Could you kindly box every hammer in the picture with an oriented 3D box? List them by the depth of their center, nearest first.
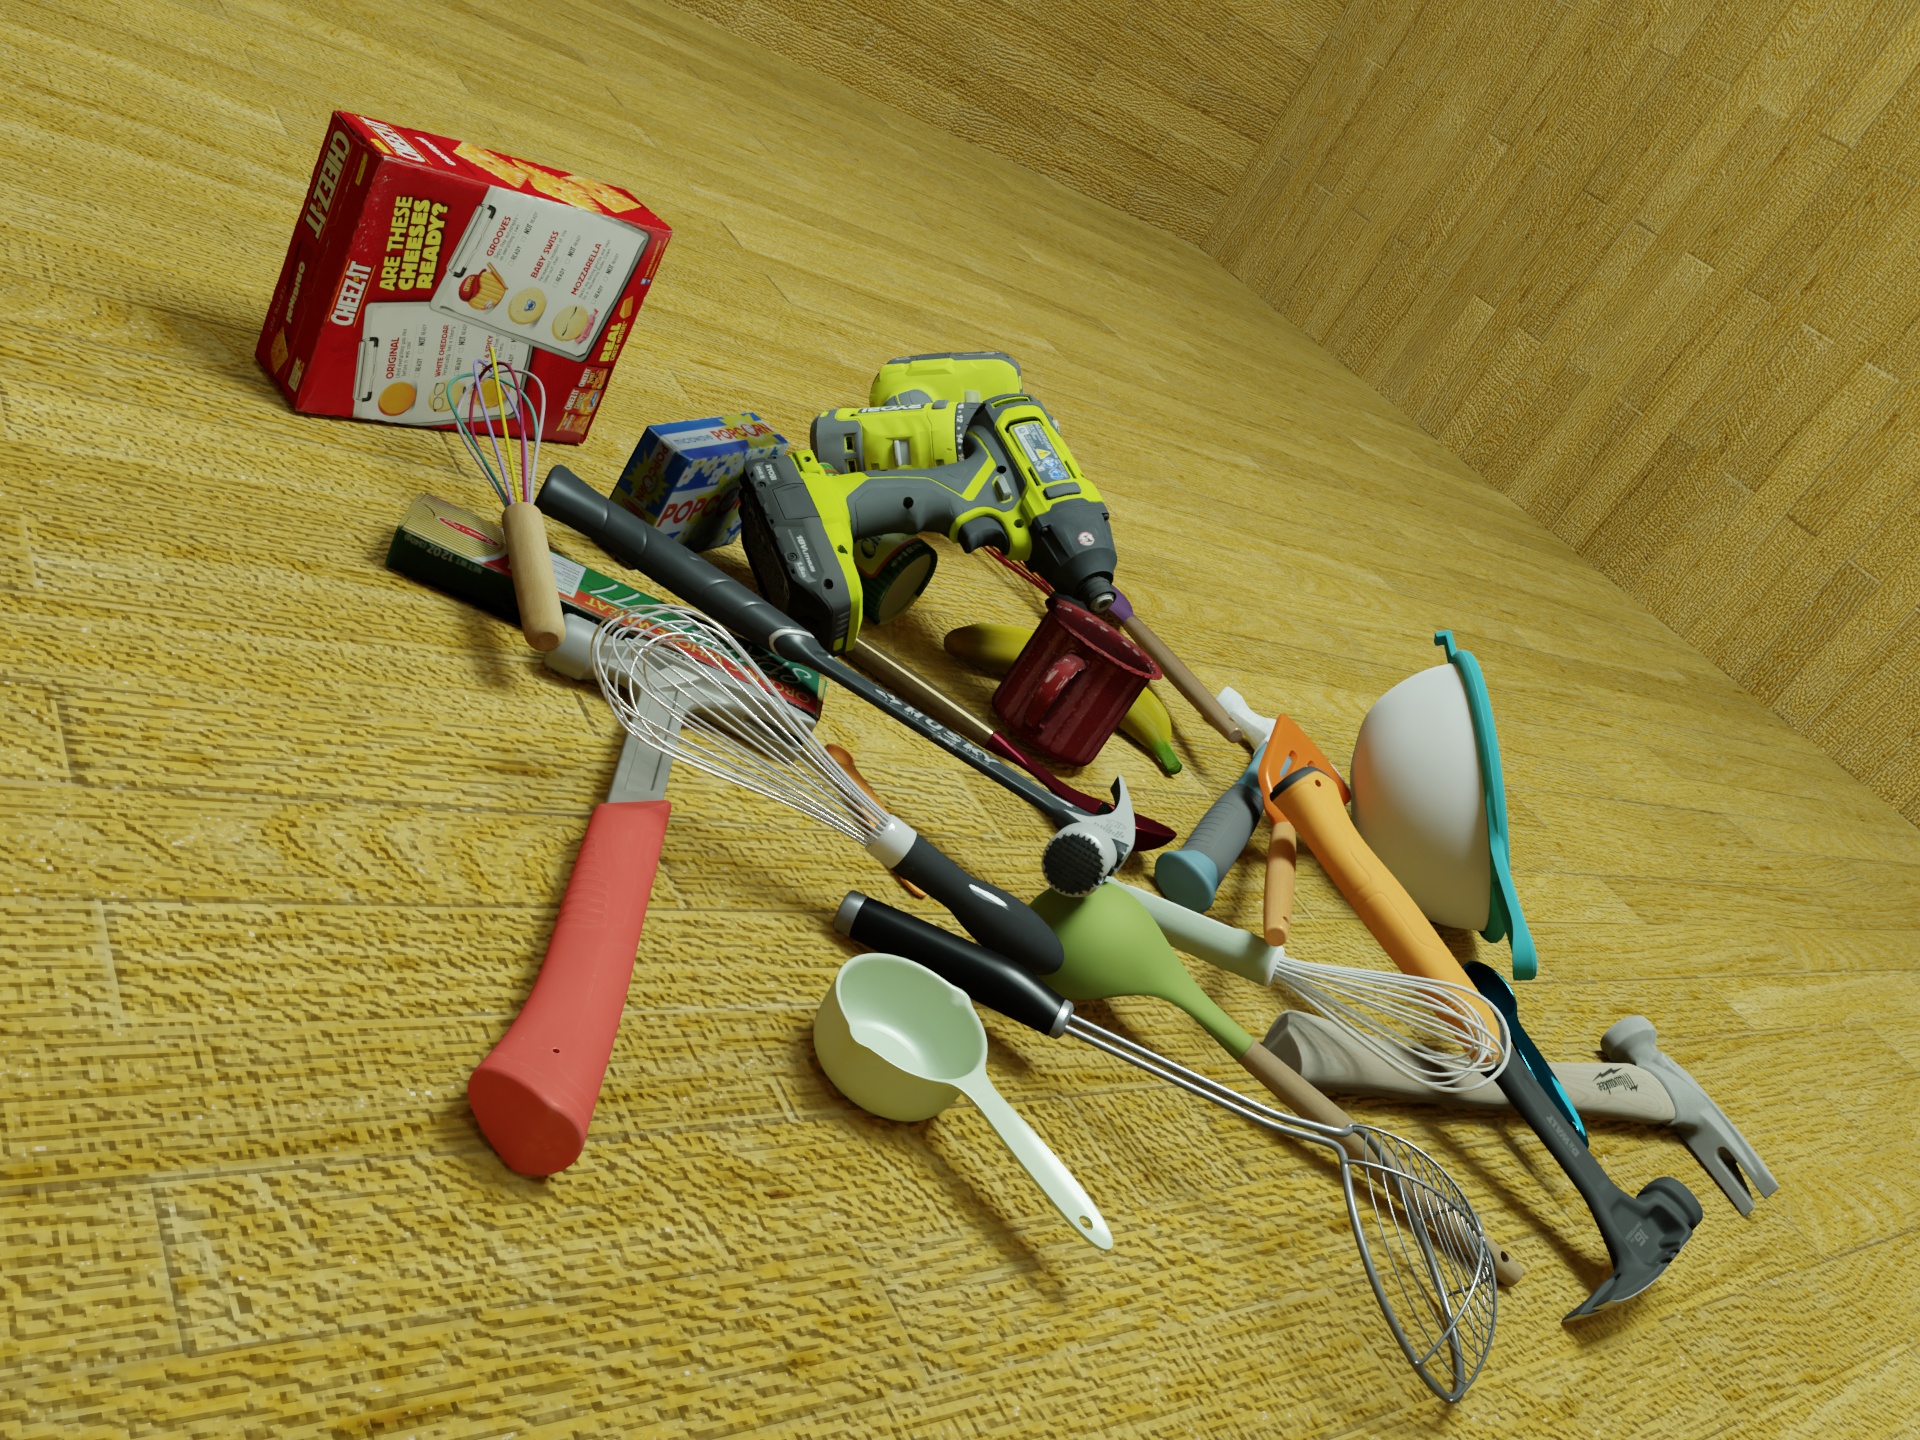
[{"bbox_3d":[-0.146,0.065,0.722,0.149,0.036,0.359,25,26,-15],"label":"hammer"},{"bbox_3d":[-0.076,-0.035,0.904,0.409,0.036,0.149,32,16,11],"label":"hammer"},{"bbox_3d":[0.284,0.170,0.910,0.127,0.034,0.337,-18,67,-44],"label":"hammer"},{"bbox_3d":[0.345,0.232,0.980,0.410,0.038,0.146,13,33,-34],"label":"hammer"},{"bbox_3d":[0.198,0.060,1.126,0.128,0.033,0.331,36,26,10],"label":"hammer"}]

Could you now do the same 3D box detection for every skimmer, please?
[{"bbox_3d":[0.092,0.196,0.766,0.363,0.090,0.127,25,19,9],"label":"skimmer"}]

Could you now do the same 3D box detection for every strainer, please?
[{"bbox_3d":[0.322,0.083,1.093,0.095,0.211,0.340,-5,22,12],"label":"strainer"}]

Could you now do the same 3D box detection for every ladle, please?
[{"bbox_3d":[0.163,0.196,0.843,0.320,0.062,0.078,40,41,0],"label":"ladle"},{"bbox_3d":[-0.002,-0.003,1.019,0.315,0.031,0.069,34,8,9],"label":"ladle"}]

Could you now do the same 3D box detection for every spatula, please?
[{"bbox_3d":[0.210,0.072,1.003,0.081,0.041,0.323,50,19,-3],"label":"spatula"},{"bbox_3d":[0.150,-0.065,1.282,0.059,0.018,0.316,17,22,-29],"label":"spatula"}]

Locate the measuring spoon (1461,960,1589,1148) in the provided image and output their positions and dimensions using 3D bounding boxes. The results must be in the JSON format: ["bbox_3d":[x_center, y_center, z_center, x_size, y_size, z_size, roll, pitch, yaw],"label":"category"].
[{"bbox_3d":[0.338,0.206,0.965,0.042,0.021,0.129,2,50,-36],"label":"measuring spoon"}]

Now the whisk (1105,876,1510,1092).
[{"bbox_3d":[0.182,0.139,0.885,0.246,0.059,0.057,21,-20,24],"label":"whisk"}]

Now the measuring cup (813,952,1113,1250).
[{"bbox_3d":[0.000,0.173,0.693,0.168,0.038,0.083,46,28,22],"label":"measuring cup"}]

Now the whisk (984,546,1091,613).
[{"bbox_3d":[0.073,-0.113,1.272,0.073,0.073,0.296,7,41,-42],"label":"whisk"}]

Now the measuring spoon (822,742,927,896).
[{"bbox_3d":[-0.048,0.056,0.884,0.021,0.011,0.117,7,39,-45],"label":"measuring spoon"}]

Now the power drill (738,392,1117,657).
[{"bbox_3d":[-0.017,-0.121,1.025,0.223,0.080,0.171,-15,59,-18],"label":"power drill"}]

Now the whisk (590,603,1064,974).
[{"bbox_3d":[-0.060,0.041,0.775,0.284,0.070,0.070,38,24,-13],"label":"whisk"}]

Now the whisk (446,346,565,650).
[{"bbox_3d":[-0.246,-0.128,0.875,0.051,0.047,0.245,13,38,-35],"label":"whisk"}]

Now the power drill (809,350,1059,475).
[{"bbox_3d":[-0.009,-0.247,1.312,0.190,0.080,0.229,-2,22,9],"label":"power drill"}]
